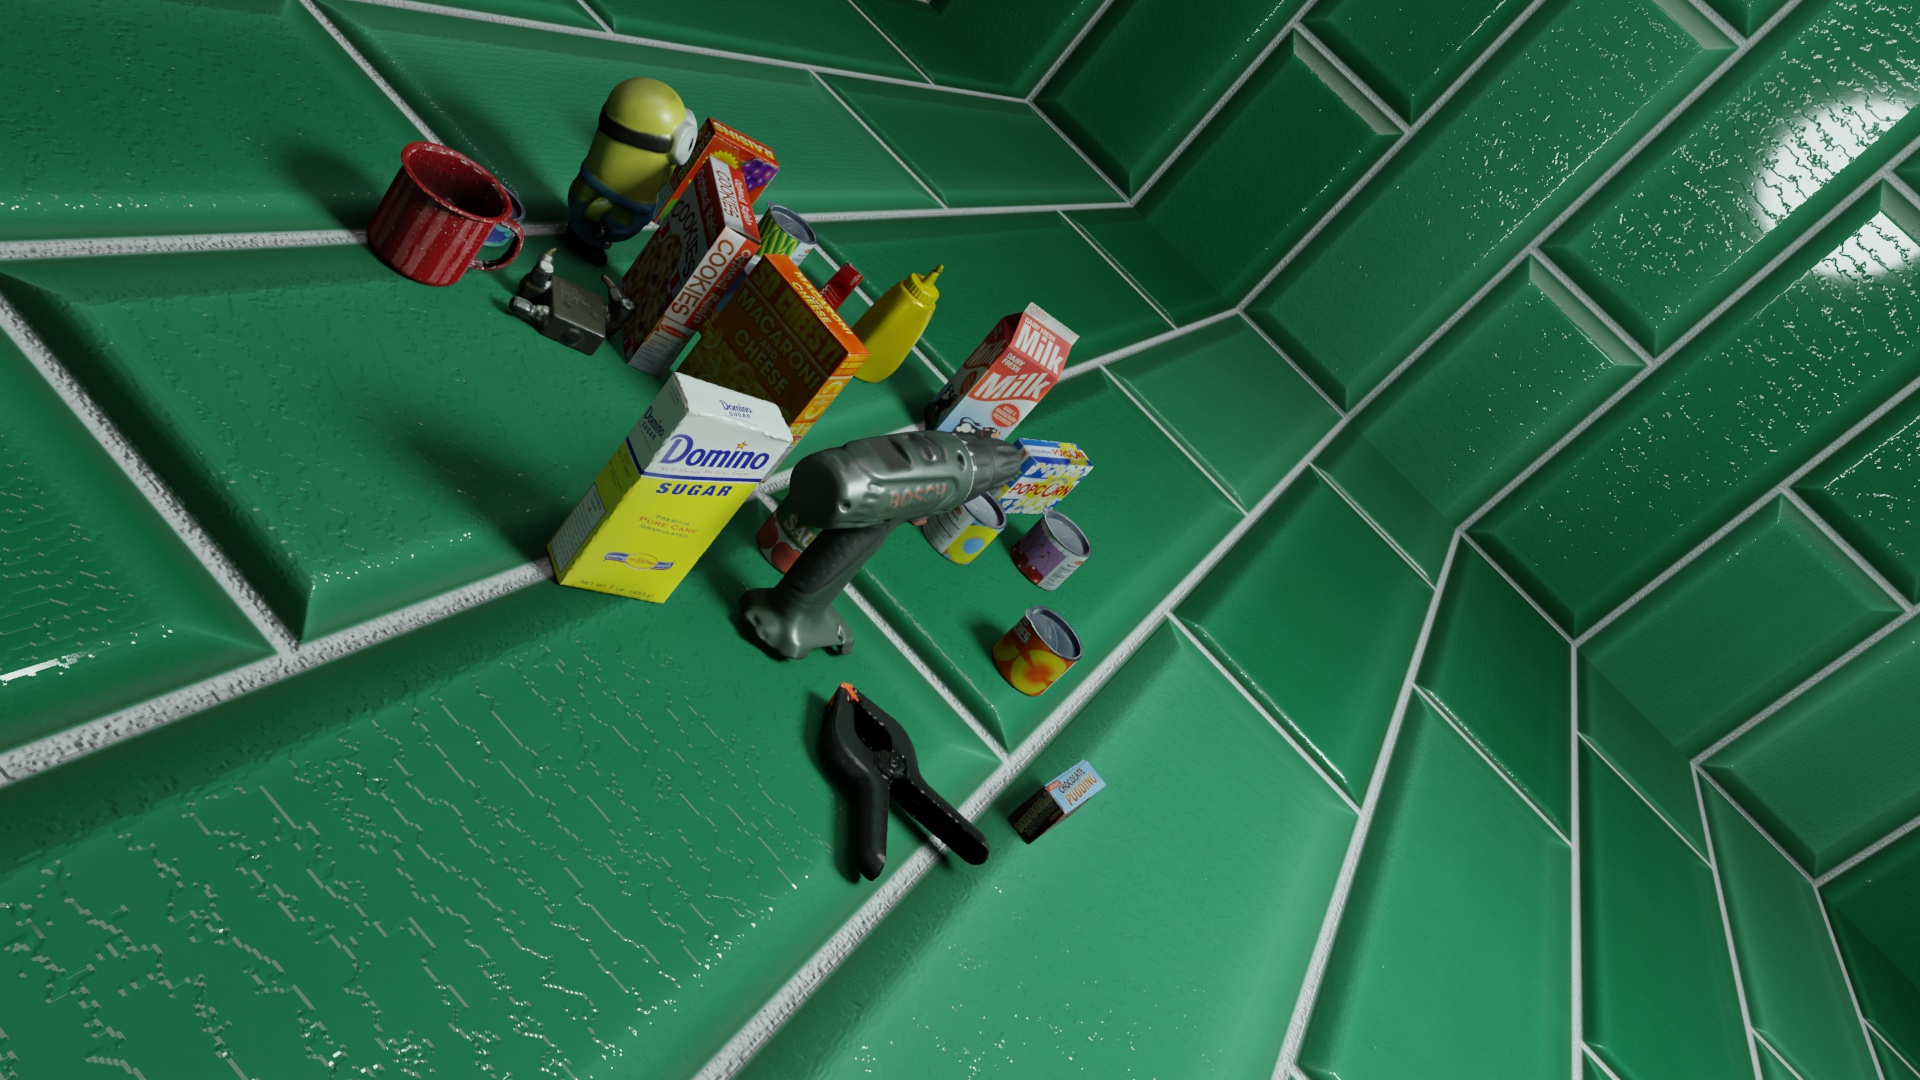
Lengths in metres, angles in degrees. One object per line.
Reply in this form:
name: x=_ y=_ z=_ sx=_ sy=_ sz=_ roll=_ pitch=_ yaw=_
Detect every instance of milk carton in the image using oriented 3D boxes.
milk carton: x=0.045 y=-0.176 z=1.539 sx=0.072 sy=0.189 sz=0.074 roll=31 pitch=28 yaw=-24

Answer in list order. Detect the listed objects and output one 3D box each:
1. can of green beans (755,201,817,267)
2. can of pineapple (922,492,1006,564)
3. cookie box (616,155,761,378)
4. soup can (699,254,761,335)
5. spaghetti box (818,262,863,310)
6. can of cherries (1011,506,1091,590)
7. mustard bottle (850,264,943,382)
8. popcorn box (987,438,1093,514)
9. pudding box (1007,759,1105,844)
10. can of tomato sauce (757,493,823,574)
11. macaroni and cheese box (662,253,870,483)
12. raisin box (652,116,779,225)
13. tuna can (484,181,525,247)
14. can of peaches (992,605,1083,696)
can of green beans: x=-0.206 y=-0.339 z=1.581 sx=0.071 sy=0.057 sz=0.071 roll=33 pitch=28 yaw=-20
can of pineapple: x=0.005 y=-0.018 z=1.397 sx=0.071 sy=0.057 sz=0.071 roll=33 pitch=28 yaw=-20
cookie box: x=-0.249 y=-0.248 z=1.260 sx=0.040 sy=0.166 sz=0.123 roll=23 pitch=32 yaw=-36
soup can: x=-0.212 y=-0.230 z=1.380 sx=0.071 sy=0.083 sz=0.072 roll=33 pitch=27 yaw=-20
spaghetti box: x=-0.159 y=-0.247 z=1.518 sx=0.028 sy=0.050 sz=0.251 roll=39 pitch=26 yaw=-9
can of cherries: x=0.096 y=0.009 z=1.485 sx=0.071 sy=0.058 sz=0.072 roll=33 pitch=28 yaw=-20
mustard bottle: x=-0.067 y=-0.243 z=1.516 sx=0.065 sy=0.159 sz=0.049 roll=16 pitch=37 yaw=-44
popcorn box: x=0.081 y=-0.071 z=1.553 sx=0.127 sy=0.085 sz=0.038 roll=0 pitch=49 yaw=-55
pudding box: x=0.081 y=0.218 z=1.162 sx=0.030 sy=0.049 sz=0.084 roll=50 pitch=27 yaw=14
can of tomato sauce: x=-0.124 y=-0.015 z=1.182 sx=0.071 sy=0.082 sz=0.071 roll=33 pitch=27 yaw=-20
macaroni and cheese box: x=-0.172 y=-0.149 z=1.221 sx=0.124 sy=0.166 sz=0.040 roll=50 pitch=26 yaw=13
raisin box: x=-0.264 y=-0.379 z=1.485 sx=0.086 sy=0.123 sz=0.040 roll=20 pitch=34 yaw=-40
tuna can: x=-0.426 y=-0.294 z=1.232 sx=0.071 sy=0.032 sz=0.071 roll=33 pitch=28 yaw=-20
can of peaches: x=0.070 y=0.103 z=1.308 sx=0.071 sy=0.058 sz=0.071 roll=33 pitch=28 yaw=-20
